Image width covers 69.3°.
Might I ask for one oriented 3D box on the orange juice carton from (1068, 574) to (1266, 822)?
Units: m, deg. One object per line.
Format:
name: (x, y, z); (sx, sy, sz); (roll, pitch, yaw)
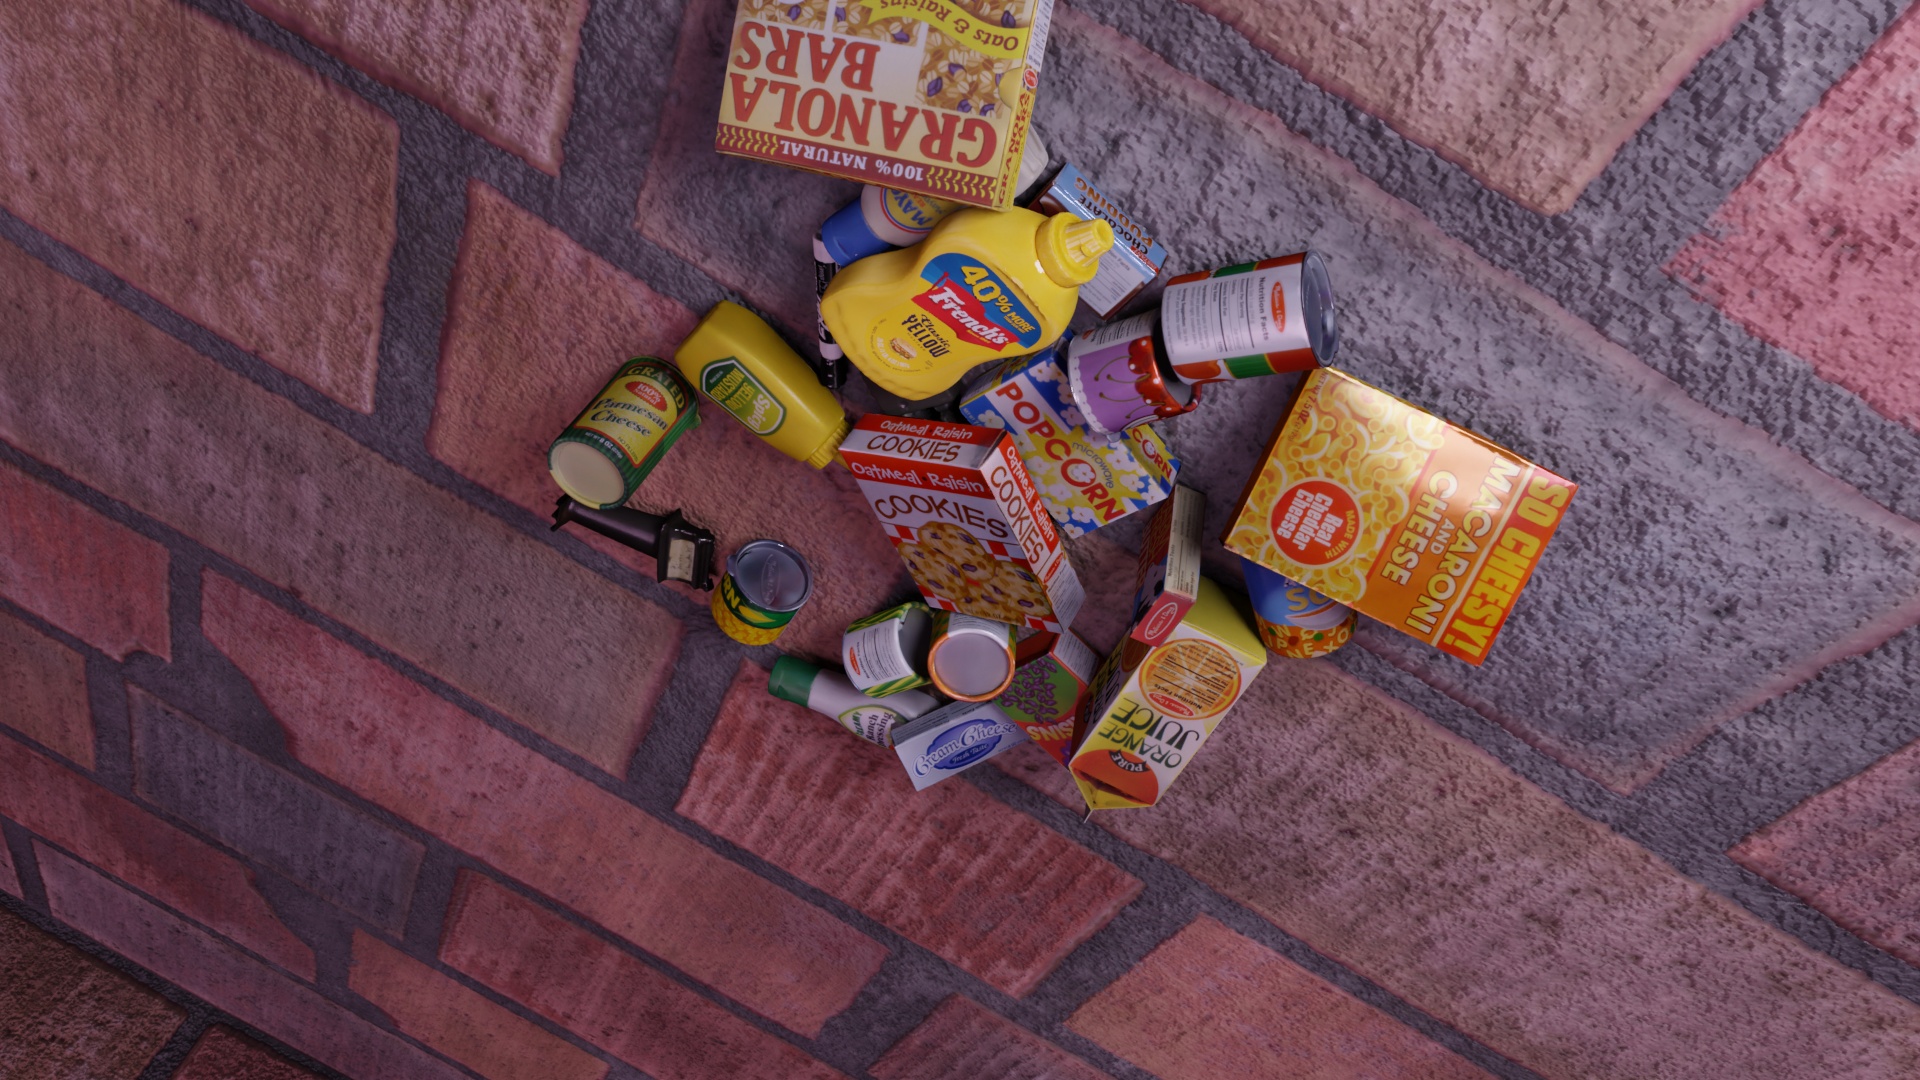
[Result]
orange juice carton: (0.136, 0.118, 0.990); (0.073, 0.072, 0.191); (26, 121, -6)

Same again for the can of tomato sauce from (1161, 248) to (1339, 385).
can of tomato sauce: (0.166, -0.126, 0.795); (0.083, 0.071, 0.071); (-5, 127, 30)

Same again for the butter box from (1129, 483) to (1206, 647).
butter box: (0.136, 0.015, 0.910); (0.024, 0.104, 0.052); (22, 134, -7)

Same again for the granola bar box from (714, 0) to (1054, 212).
granola bar box: (-0.042, -0.256, 0.752); (0.166, 0.039, 0.124); (15, 102, 13)

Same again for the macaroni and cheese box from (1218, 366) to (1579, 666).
macaroni and cheese box: (0.257, -0.017, 0.826); (0.166, 0.040, 0.123); (26, 100, 1)

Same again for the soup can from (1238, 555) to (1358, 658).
soup can: (0.222, 0.026, 0.904); (0.071, 0.072, 0.083); (-2, 129, 27)

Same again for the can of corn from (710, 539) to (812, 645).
can of corn: (-0.160, 0.041, 1.100); (0.071, 0.071, 0.058); (33, 136, -6)

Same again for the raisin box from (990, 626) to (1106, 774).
raisin box: (0.088, 0.128, 1.081); (0.123, 0.040, 0.085); (43, 133, -17)

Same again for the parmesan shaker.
parmesan shaker: (-0.241, -0.076, 1.006); (0.071, 0.103, 0.071); (13, 134, 14)

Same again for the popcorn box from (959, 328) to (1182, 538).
popcorn box: (0.072, -0.068, 0.910); (0.085, 0.038, 0.126); (-26, 115, 39)

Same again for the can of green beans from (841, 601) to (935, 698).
can of green beans: (-0.050, 0.086, 1.089); (0.057, 0.071, 0.071); (-20, 119, 37)

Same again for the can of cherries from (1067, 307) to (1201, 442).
can of cherries: (0.107, -0.100, 0.844); (0.058, 0.072, 0.071); (-15, 122, 33)

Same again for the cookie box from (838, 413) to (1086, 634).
cookie box: (0.003, -0.012, 0.963); (0.123, 0.040, 0.166); (10, 143, 37)

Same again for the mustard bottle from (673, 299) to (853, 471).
mustard bottle: (-0.123, -0.096, 0.971); (0.160, 0.049, 0.065); (41, 136, -13)

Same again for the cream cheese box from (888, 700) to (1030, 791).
cream cheese box: (-0.001, 0.158, 1.125); (0.104, 0.024, 0.053); (-25, 120, -1)

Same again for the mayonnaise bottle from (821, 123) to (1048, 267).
mayonnaise bottle: (-0.021, -0.208, 0.825); (0.147, 0.041, 0.064); (-24, 114, 38)

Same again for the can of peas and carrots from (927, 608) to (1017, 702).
can of peas and carrots: (0.009, 0.082, 1.048); (0.071, 0.059, 0.070); (2, 117, 3)

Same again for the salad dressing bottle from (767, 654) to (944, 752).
salad dressing bottle: (-0.088, 0.137, 1.170); (0.148, 0.044, 0.064); (18, 134, 10)

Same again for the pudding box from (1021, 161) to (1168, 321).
pudding box: (0.074, -0.175, 0.818); (0.083, 0.030, 0.049); (39, 136, -11)
